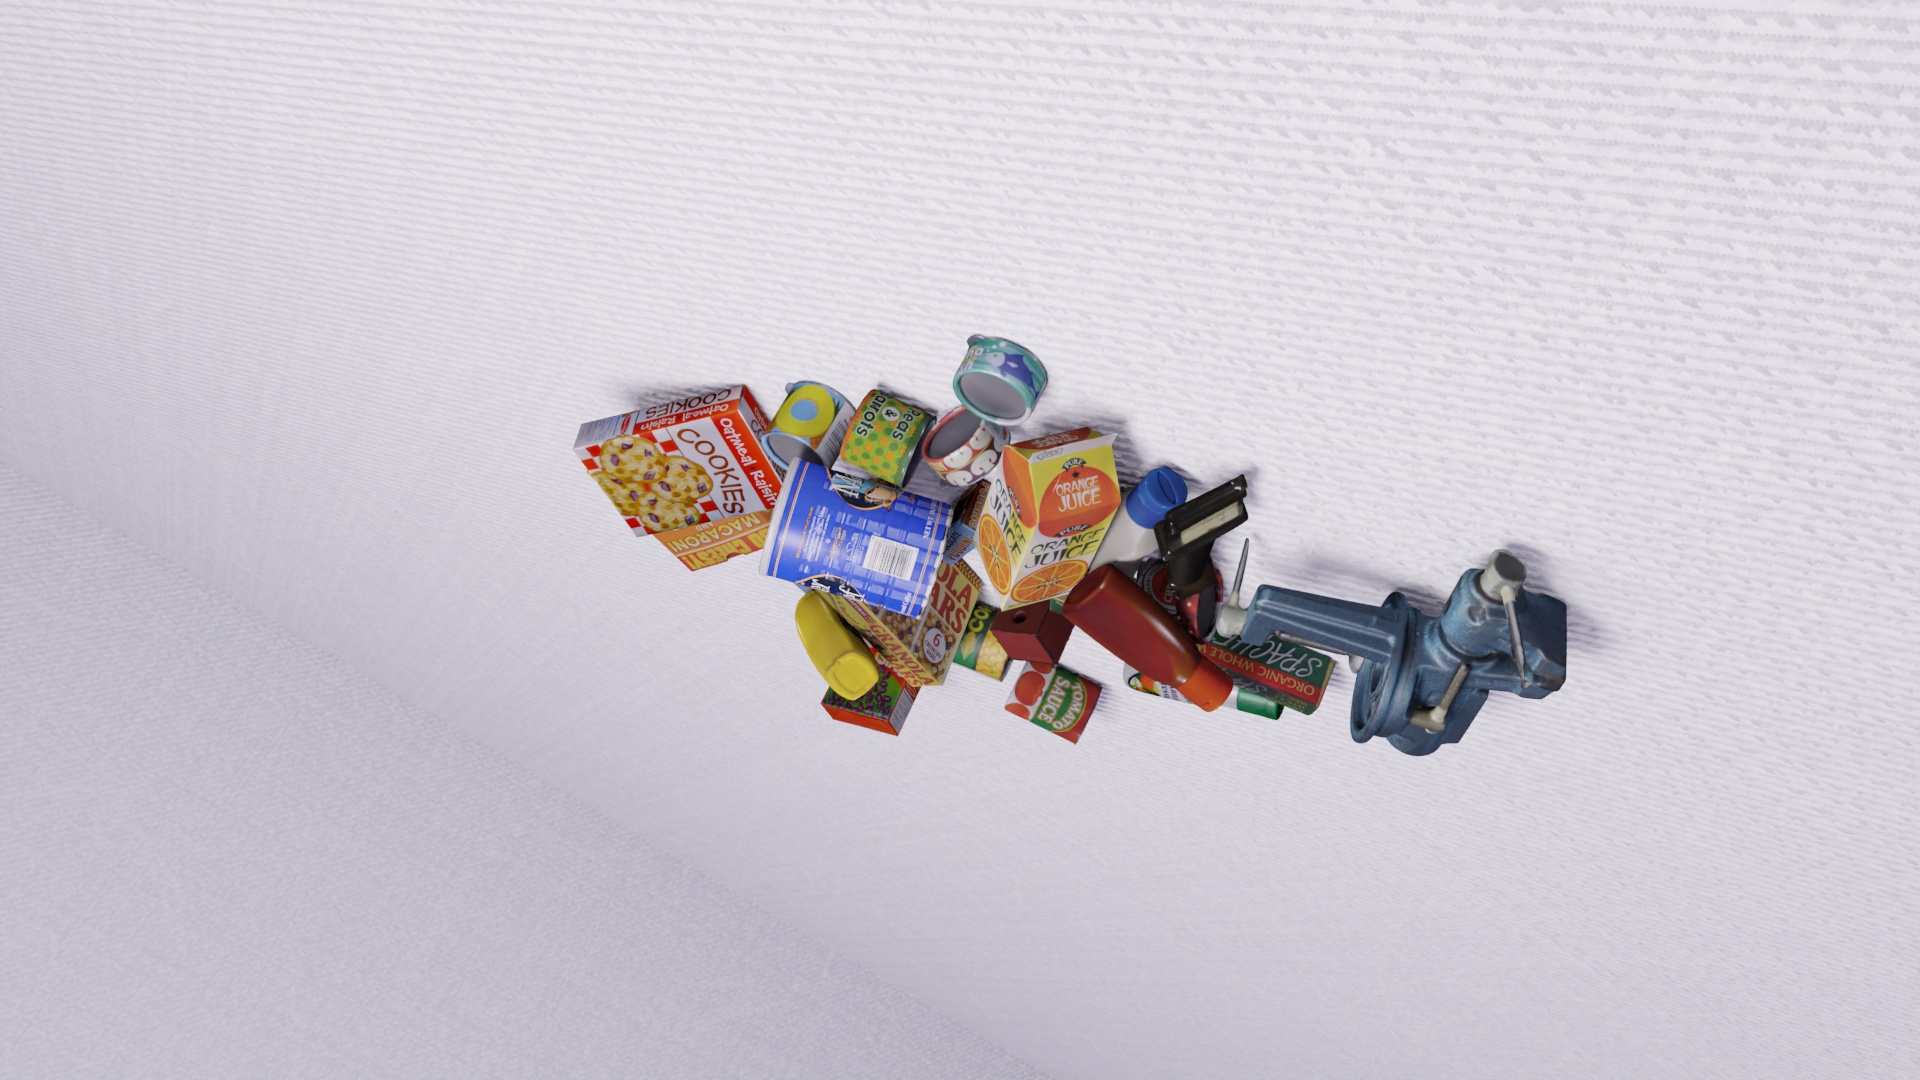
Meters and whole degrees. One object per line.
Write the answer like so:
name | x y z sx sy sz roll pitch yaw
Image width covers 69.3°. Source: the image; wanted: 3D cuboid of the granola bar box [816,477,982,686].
granola bar box | -0.055 0.040 1.289 0.039 0.125 0.165 -7 137 38

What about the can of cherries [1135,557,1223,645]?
can of cherries | 0.182 0.050 1.165 0.058 0.072 0.071 9 148 29

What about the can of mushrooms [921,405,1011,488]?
can of mushrooms | 0.002 -0.075 1.103 0.071 0.071 0.033 -6 137 46

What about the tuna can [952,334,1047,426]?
tuna can | 0.027 -0.120 1.044 0.071 0.033 0.070 20 152 11

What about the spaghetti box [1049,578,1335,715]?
spaghetti box | 0.202 0.083 1.223 0.250 0.050 0.028 22 154 8

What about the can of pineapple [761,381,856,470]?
can of pineapple | -0.132 -0.095 1.197 0.071 0.058 0.070 21 152 12

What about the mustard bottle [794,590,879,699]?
mustard bottle | -0.124 0.085 1.303 0.065 0.049 0.161 52 180 -35

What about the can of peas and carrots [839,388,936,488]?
can of peas and carrots | -0.059 -0.086 1.143 0.059 0.071 0.070 25 152 5

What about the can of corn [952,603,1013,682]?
can of corn | 0.027 0.100 1.389 0.058 0.071 0.070 21 152 10

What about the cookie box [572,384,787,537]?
cookie box | -0.251 -0.072 1.285 0.167 0.040 0.122 -12 135 15

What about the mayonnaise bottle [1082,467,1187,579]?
mayonnaise bottle | 0.135 -0.010 1.116 0.065 0.041 0.147 67 154 16

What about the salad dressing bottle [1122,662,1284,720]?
salad dressing bottle | 0.227 0.131 1.290 0.148 0.044 0.064 12 148 25

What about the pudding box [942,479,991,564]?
pudding box | 0.004 -0.015 1.225 0.030 0.050 0.083 31 152 -12

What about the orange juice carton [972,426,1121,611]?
orange juice carton | 0.069 -0.025 1.093 0.072 0.073 0.191 -14 154 -17

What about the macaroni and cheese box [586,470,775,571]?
macaroni and cheese box | -0.266 -0.045 1.376 0.123 0.040 0.166 -18 133 25

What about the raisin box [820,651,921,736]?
raisin box | -0.084 0.139 1.487 0.086 0.124 0.040 10 149 28

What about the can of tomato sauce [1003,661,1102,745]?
can of tomato sauce | 0.095 0.163 1.433 0.083 0.071 0.071 26 152 4

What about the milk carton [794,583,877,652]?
milk carton | -0.085 0.053 1.394 0.072 0.074 0.190 -5 139 47

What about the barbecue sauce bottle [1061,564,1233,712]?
barbecue sauce bottle | 0.156 0.083 1.128 0.148 0.044 0.064 38 141 -11
